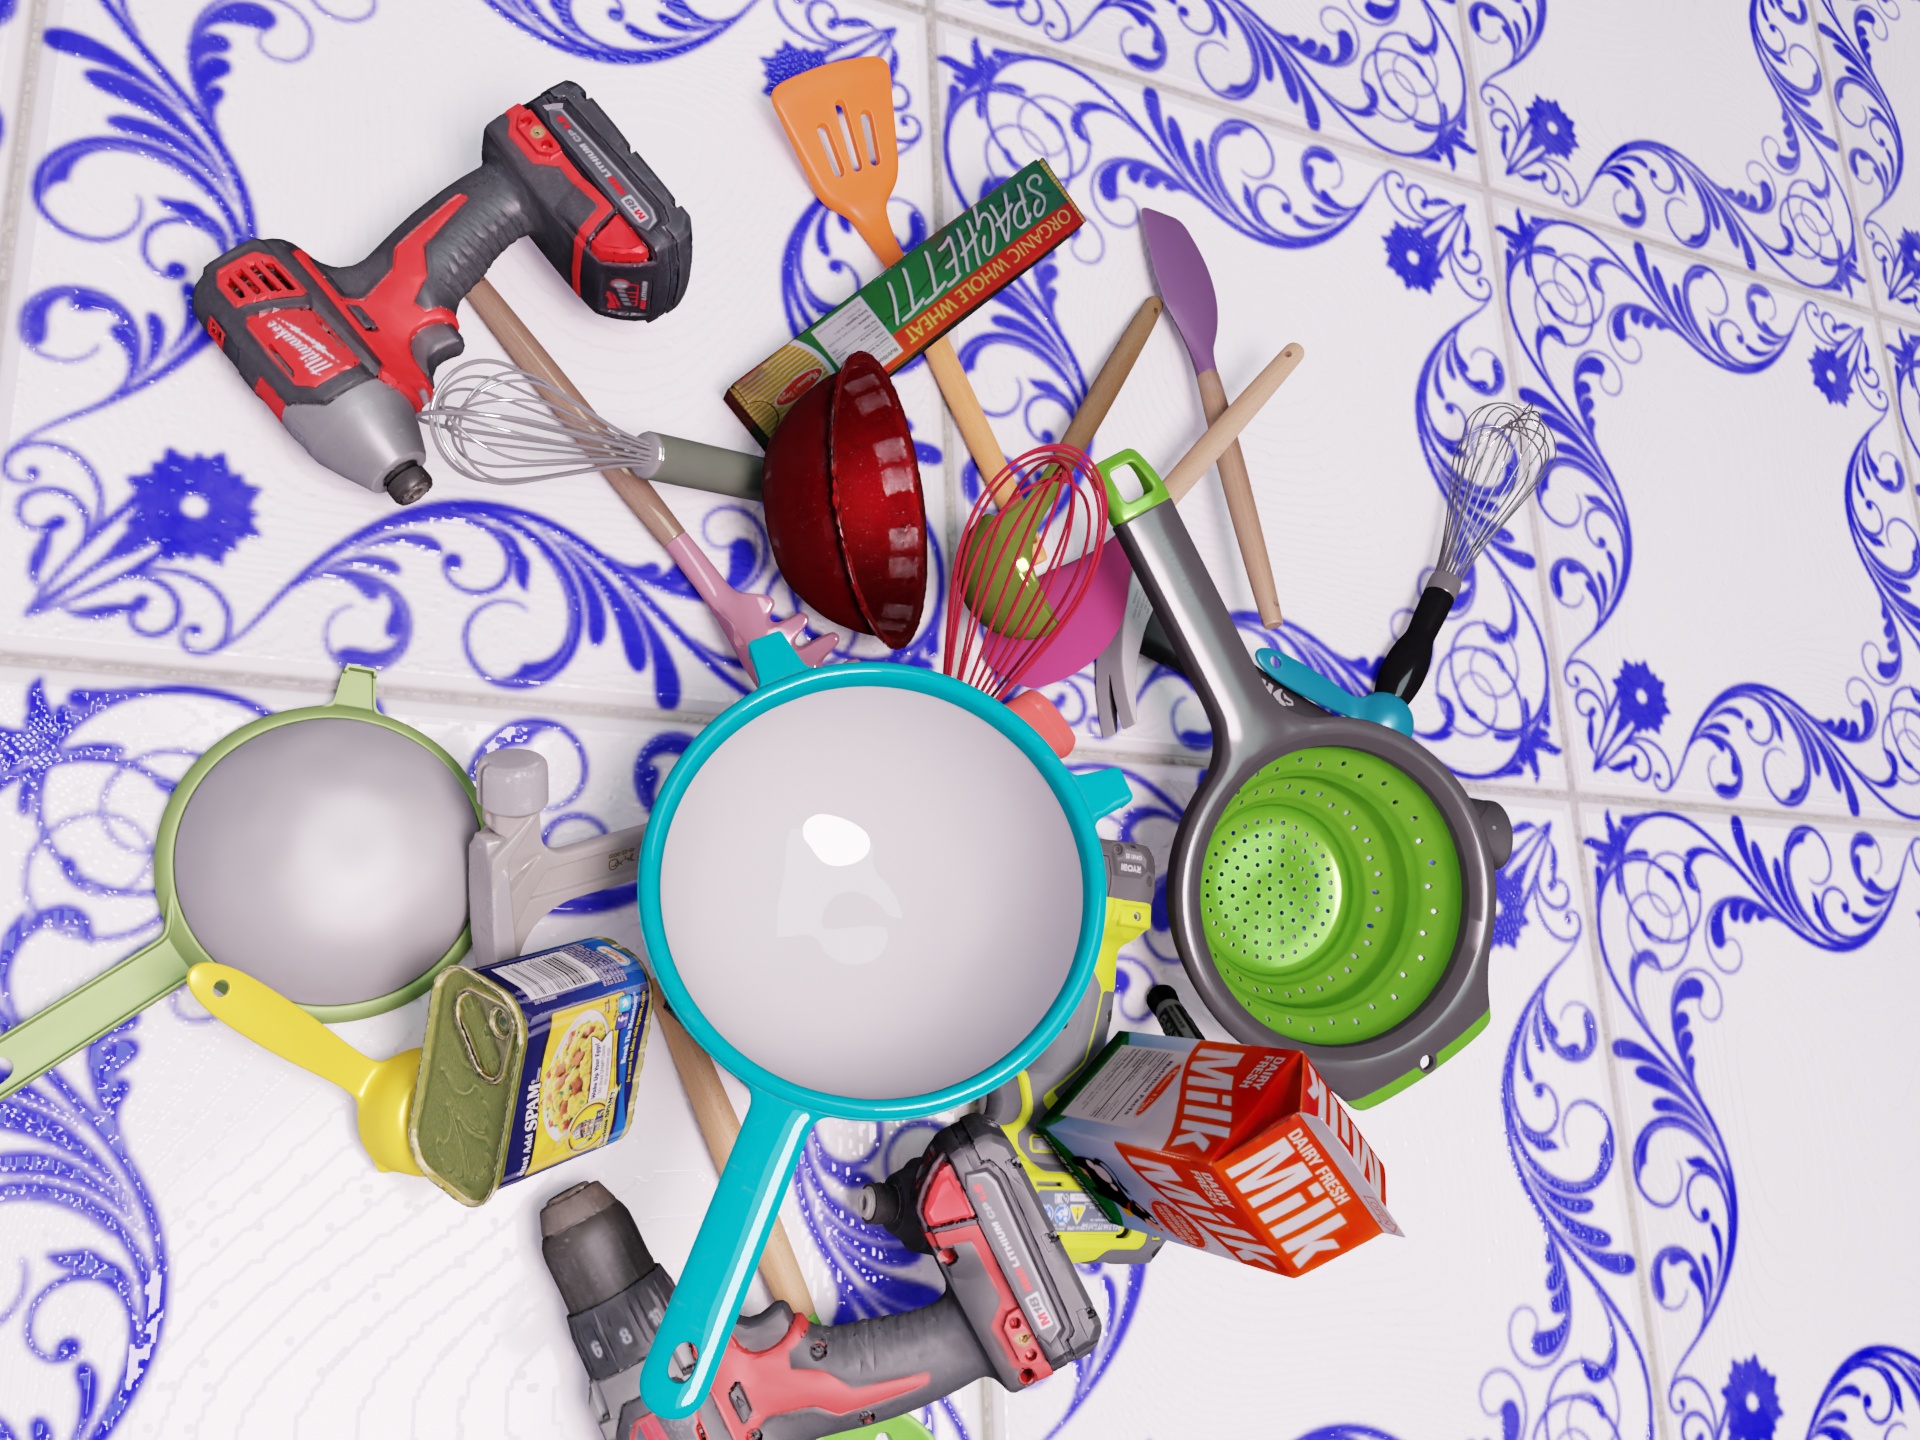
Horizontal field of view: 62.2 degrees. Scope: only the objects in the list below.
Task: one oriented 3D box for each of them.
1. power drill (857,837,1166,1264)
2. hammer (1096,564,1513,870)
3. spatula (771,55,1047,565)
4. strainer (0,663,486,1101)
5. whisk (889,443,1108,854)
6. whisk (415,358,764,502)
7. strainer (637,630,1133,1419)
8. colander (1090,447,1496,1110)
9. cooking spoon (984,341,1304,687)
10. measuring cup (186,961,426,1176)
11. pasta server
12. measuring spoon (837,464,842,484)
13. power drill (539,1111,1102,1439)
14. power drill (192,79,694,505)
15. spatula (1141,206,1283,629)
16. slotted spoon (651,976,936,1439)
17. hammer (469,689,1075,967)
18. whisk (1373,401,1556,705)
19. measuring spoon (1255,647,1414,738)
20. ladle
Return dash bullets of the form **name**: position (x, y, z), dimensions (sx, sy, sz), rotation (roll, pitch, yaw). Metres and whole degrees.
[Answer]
- **power drill**: position (0.031, 0.174, 0.854), dimensions (0.171, 0.080, 0.223), rotation (10, 74, -26)
- **hammer**: position (0.230, 0.011, 1.030), dimensions (0.334, 0.035, 0.146), rotation (31, 63, -18)
- **spatula**: position (-0.018, -0.243, 0.968), dimensions (0.081, 0.041, 0.322), rotation (-25, 89, -21)
- **strainer**: position (-0.318, 0.086, 0.695), dimensions (0.256, 0.069, 0.151), rotation (-37, 94, -33)
- **whisk**: position (-0.001, -0.003, 0.816), dimensions (0.073, 0.073, 0.296), rotation (18, 103, -23)
- **whisk**: position (-0.167, -0.136, 0.809), dimensions (0.246, 0.059, 0.058), rotation (2, 91, -55)
- **strainer**: position (-0.065, 0.141, 0.727), dimensions (0.211, 0.095, 0.340), rotation (22, 69, -1)
- **colander**: position (0.166, 0.030, 0.936), dimensions (0.204, 0.094, 0.397), rotation (-29, 95, -16)
- **cooking spoon**: position (0.125, -0.136, 0.993), dimensions (0.069, 0.017, 0.319), rotation (32, 66, 21)
- **measuring cup**: position (-0.267, 0.149, 0.693), dimensions (0.156, 0.029, 0.062), rotation (48, 56, -37)
- **pasta server**: position (-0.166, -0.123, 0.856), dimensions (0.316, 0.040, 0.060), rotation (52, 31, -4)
- **measuring spoon**: position (-0.072, -0.179, 0.937), dimensions (0.021, 0.011, 0.117), rotation (18, 69, -23)
- **power drill**: position (-0.070, 0.266, 0.741), dimensions (0.226, 0.080, 0.188), rotation (-27, 85, -7)
- **power drill**: position (-0.249, -0.211, 0.798), dimensions (0.220, 0.078, 0.143), rotation (-38, 87, -20)
- **spatula**: position (0.171, -0.206, 1.053), dimensions (0.059, 0.018, 0.316), rotation (6, 65, -38)
- **slotted spoon**: position (-0.088, 0.271, 0.790), dimensions (0.070, 0.031, 0.314), rotation (-22, 85, -24)
- **hammer**: position (-0.081, 0.053, 0.832), dimensions (0.359, 0.037, 0.149), rotation (-15, 118, -38)
- **whisk**: position (0.353, -0.117, 1.123), dimensions (0.070, 0.070, 0.285), rotation (36, 67, -15)
- **measuring spoon**: position (0.242, -0.018, 1.012), dimensions (0.128, 0.021, 0.042), rotation (26, 63, -21)
- **ladle**: position (0.078, -0.169, 0.974), dimensions (0.078, 0.062, 0.320), rotation (53, 48, -30)
